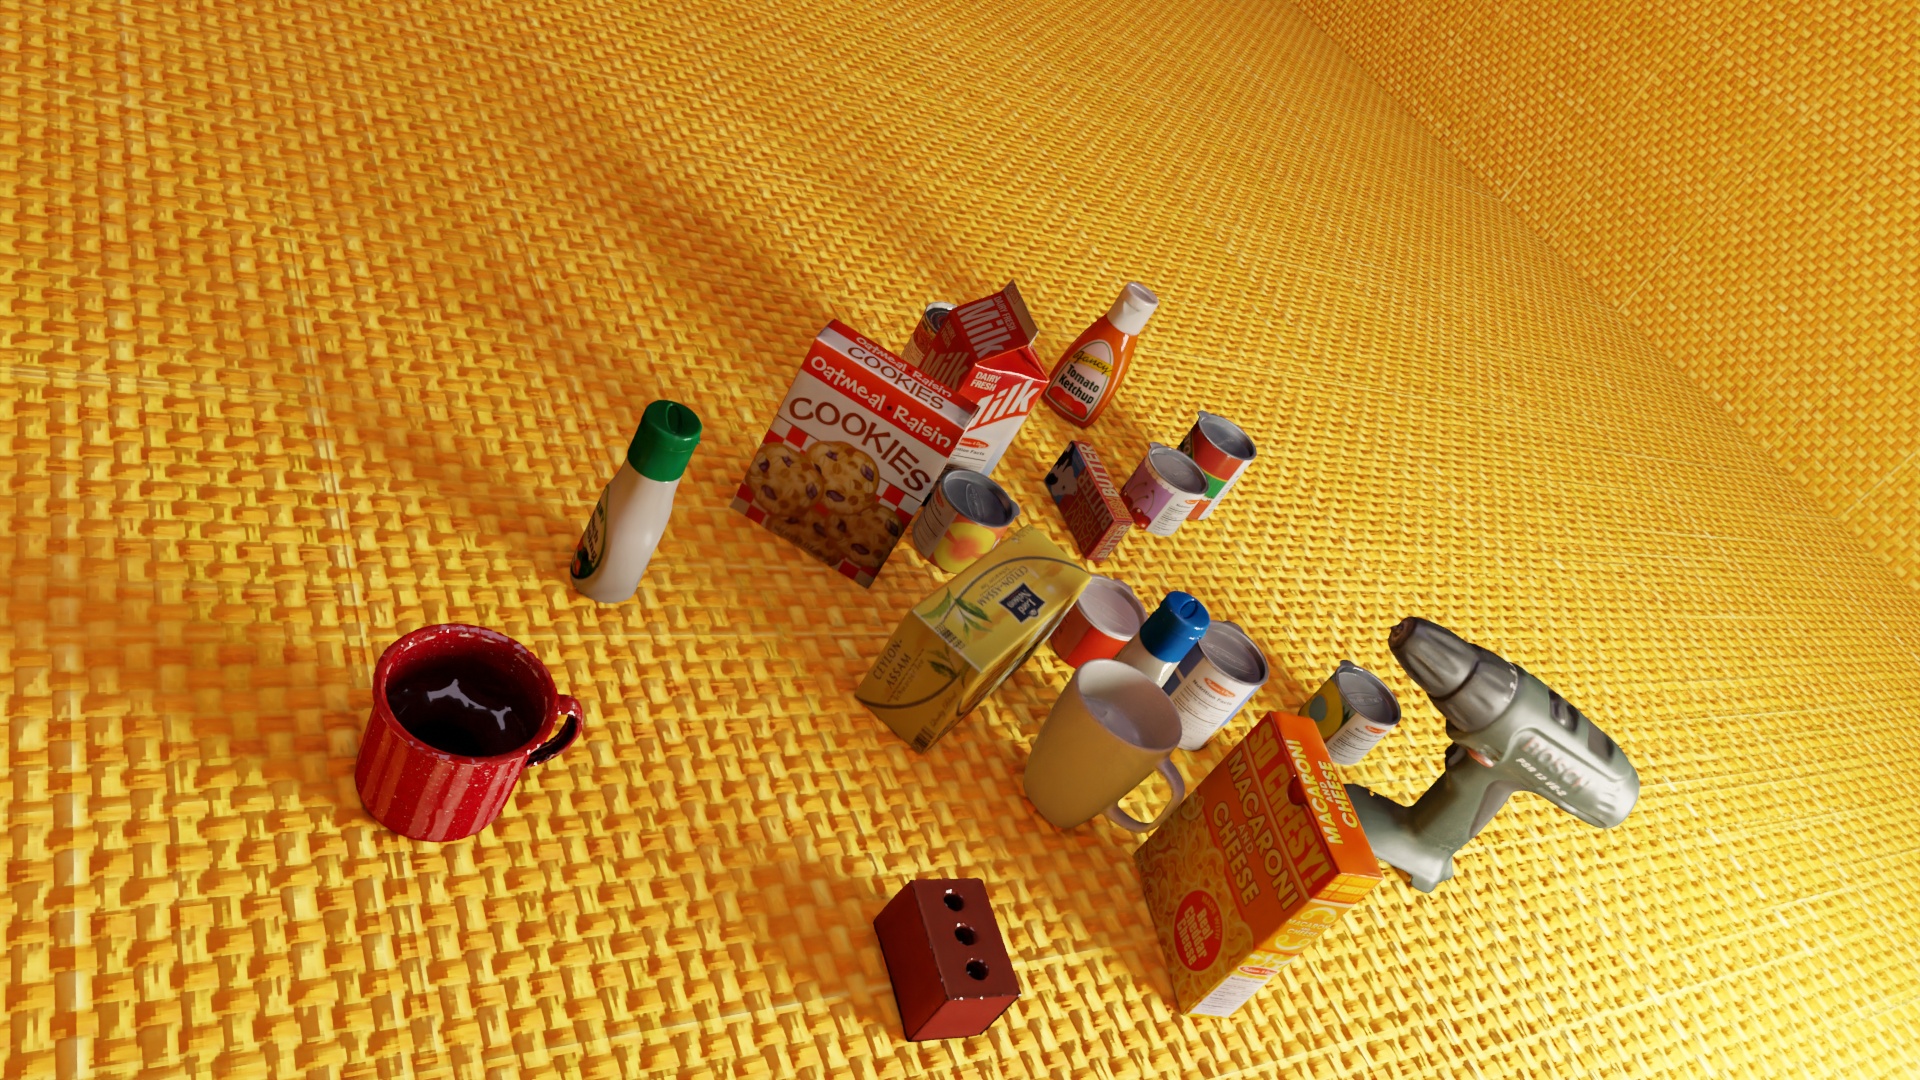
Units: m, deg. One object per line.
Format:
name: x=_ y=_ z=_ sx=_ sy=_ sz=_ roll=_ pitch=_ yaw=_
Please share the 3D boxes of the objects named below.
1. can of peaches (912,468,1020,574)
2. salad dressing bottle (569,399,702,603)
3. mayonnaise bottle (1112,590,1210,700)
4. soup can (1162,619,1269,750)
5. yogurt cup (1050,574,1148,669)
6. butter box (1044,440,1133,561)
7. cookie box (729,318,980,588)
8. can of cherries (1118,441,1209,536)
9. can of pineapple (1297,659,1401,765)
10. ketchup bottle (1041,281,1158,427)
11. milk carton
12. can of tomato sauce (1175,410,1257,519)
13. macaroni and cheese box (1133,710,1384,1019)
can of peaches: x=0.004 y=-0.014 z=1.116 sx=0.071 sy=0.057 sz=0.071 roll=21 pitch=36 yaw=-16
salad dressing bottle: x=-0.206 y=-0.024 z=0.883 sx=0.044 sy=0.147 sz=0.064 roll=14 pitch=39 yaw=-26
mayonnaise bottle: x=0.124 y=0.097 z=0.996 sx=0.041 sy=0.147 sz=0.065 roll=40 pitch=35 yaw=9
soup can: x=0.191 y=0.112 z=1.087 sx=0.071 sy=0.083 sz=0.072 roll=22 pitch=36 yaw=-16
yogurt cup: x=0.107 y=0.069 z=1.100 sx=0.072 sy=0.053 sz=0.073 roll=21 pitch=36 yaw=-16
butter box: x=0.113 y=-0.035 z=1.234 sx=0.024 sy=0.053 sz=0.104 roll=7 pitch=42 yaw=-33
cookie box: x=-0.079 y=-0.061 z=1.012 sx=0.123 sy=0.166 sz=0.040 roll=31 pitch=34 yaw=-3
can of cherries: x=0.189 y=-0.048 z=1.305 sx=0.071 sy=0.058 sz=0.072 roll=21 pitch=36 yaw=-16
can of pineapple: x=0.328 y=0.147 z=1.177 sx=0.071 sy=0.057 sz=0.071 roll=21 pitch=36 yaw=-16
ketchup bottle: x=0.139 y=-0.183 z=1.351 sx=0.065 sy=0.148 sz=0.044 roll=37 pitch=34 yaw=6
milk carton: x=0.007 y=-0.118 z=1.130 sx=0.073 sy=0.189 sz=0.072 roll=9 pitch=41 yaw=-31
can of tomato sauce: x=0.235 y=-0.073 z=1.350 sx=0.071 sy=0.082 sz=0.071 roll=22 pitch=36 yaw=-16
macaroni and cheese box: x=0.184 y=0.209 z=0.890 sx=0.040 sy=0.165 sz=0.124 roll=14 pitch=39 yaw=-26
